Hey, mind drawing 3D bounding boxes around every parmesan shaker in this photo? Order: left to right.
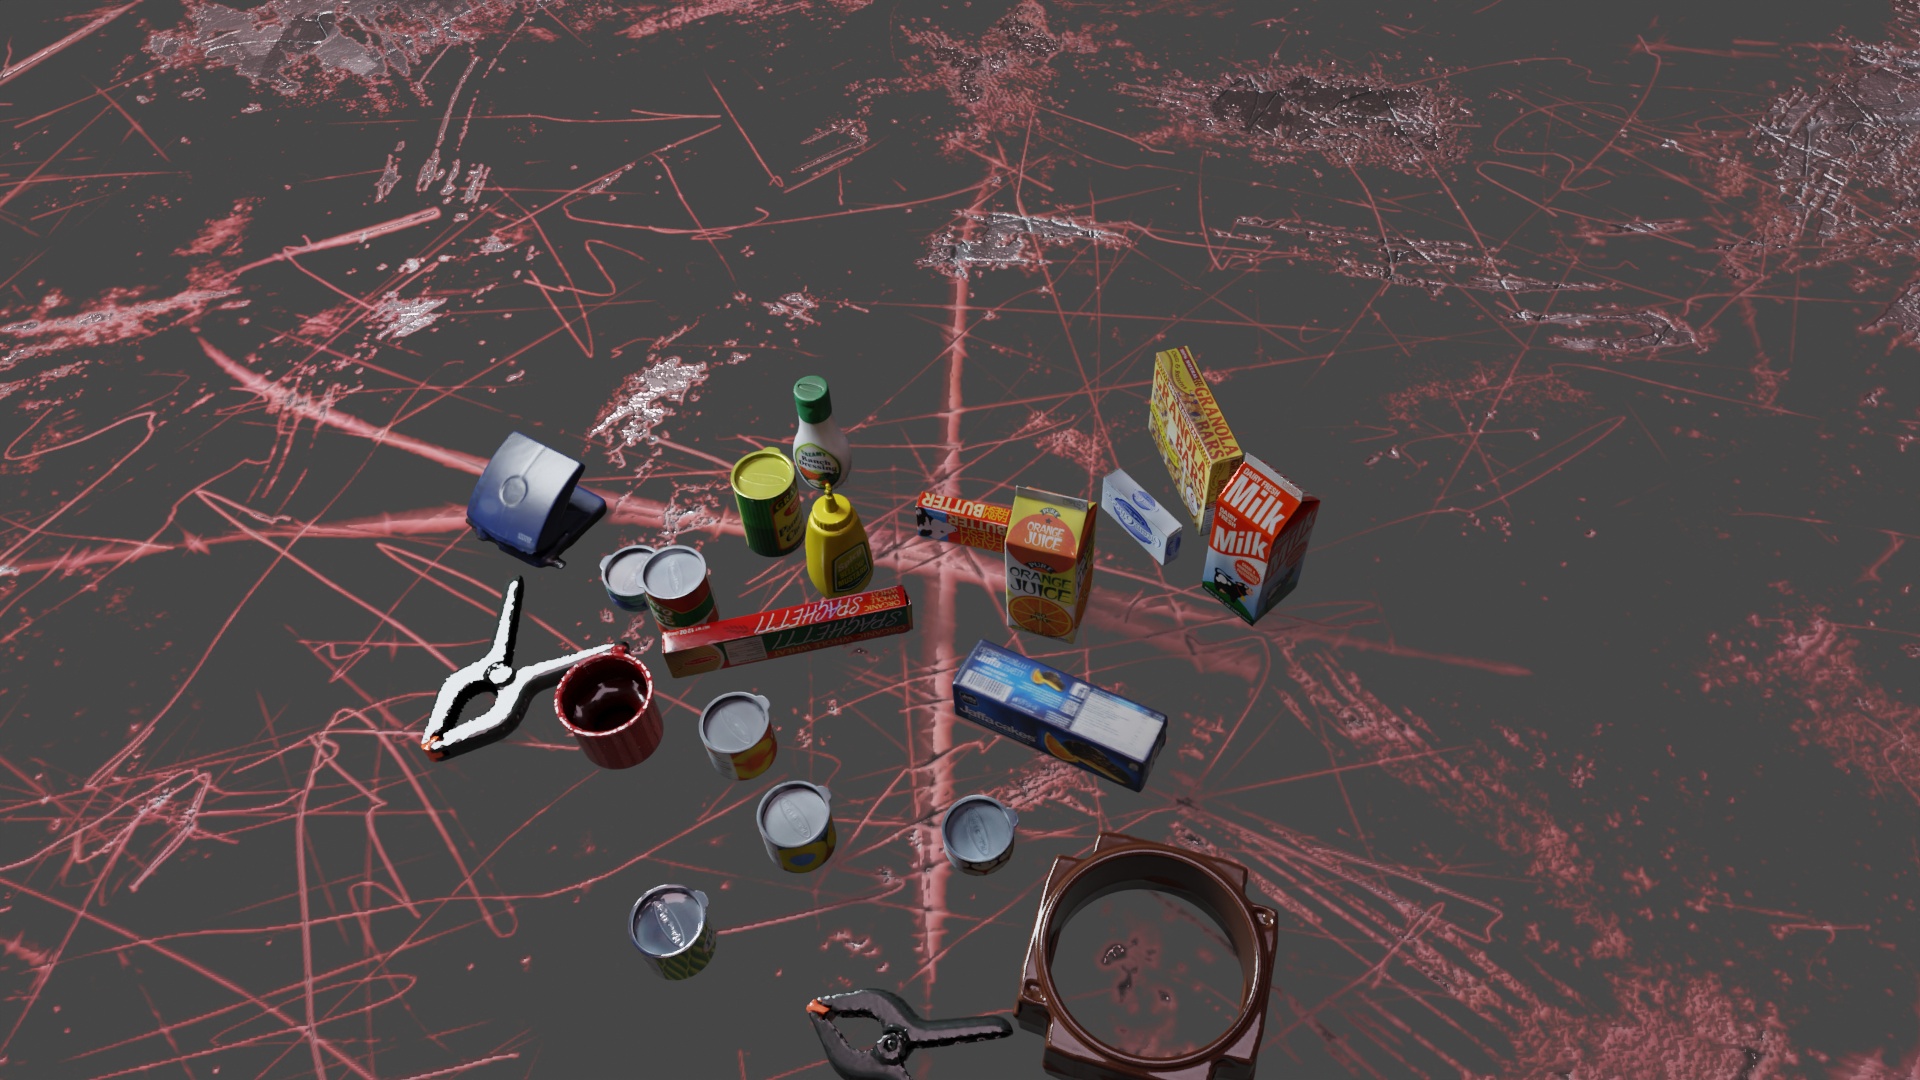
[{"bbox_3d":[-0.201,-0.039,1.472,0.071,0.102,0.071,-1,53,2],"label":"parmesan shaker"}]

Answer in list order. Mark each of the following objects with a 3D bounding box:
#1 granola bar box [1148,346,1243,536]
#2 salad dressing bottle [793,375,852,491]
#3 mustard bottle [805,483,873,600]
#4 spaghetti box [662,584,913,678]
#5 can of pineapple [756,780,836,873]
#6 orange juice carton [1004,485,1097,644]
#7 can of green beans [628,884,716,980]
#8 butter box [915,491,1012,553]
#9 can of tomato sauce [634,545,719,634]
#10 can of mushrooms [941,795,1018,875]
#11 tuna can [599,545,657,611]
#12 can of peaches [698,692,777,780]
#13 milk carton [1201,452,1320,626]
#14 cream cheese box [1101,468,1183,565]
[{"bbox_3d":[0.251,-0.107,1.489,0.039,0.123,0.166,-13,53,-7],"label":"granola bar box"},{"bbox_3d":[-0.153,-0.115,1.500,0.064,0.146,0.044,12,54,12],"label":"salad dressing bottle"},{"bbox_3d":[-0.126,-0.001,1.403,0.065,0.159,0.049,-34,58,-21],"label":"mustard bottle"},{"bbox_3d":[-0.172,0.092,1.403,0.250,0.050,0.029,-11,53,-6],"label":"spaghetti box"},{"bbox_3d":[-0.147,0.261,1.267,0.071,0.057,0.071,-1,53,2],"label":"can of pineapple"},{"bbox_3d":[0.089,0.014,1.361,0.072,0.191,0.073,14,55,13],"label":"orange juice carton"},{"bbox_3d":[-0.250,0.342,1.210,0.071,0.057,0.071,-1,53,2],"label":"can of green beans"},{"bbox_3d":[0.005,-0.019,1.478,0.103,0.052,0.024,12,54,12],"label":"butter box"},{"bbox_3d":[-0.287,0.056,1.415,0.071,0.082,0.071,-1,53,2],"label":"can of tomato sauce"},{"bbox_3d":[0.019,0.269,1.268,0.071,0.033,0.071,-1,52,2],"label":"can of mushrooms"},{"bbox_3d":[-0.343,0.040,1.463,0.071,0.032,0.071,-1,52,2],"label":"tuna can"},{"bbox_3d":[-0.209,0.186,1.327,0.071,0.057,0.071,-1,53,2],"label":"can of peaches"},{"bbox_3d":[0.296,-0.007,1.368,0.074,0.189,0.072,-37,59,-23],"label":"milk carton"},{"bbox_3d":[0.192,-0.025,1.473,0.024,0.053,0.104,-31,57,-19],"label":"cream cheese box"}]
